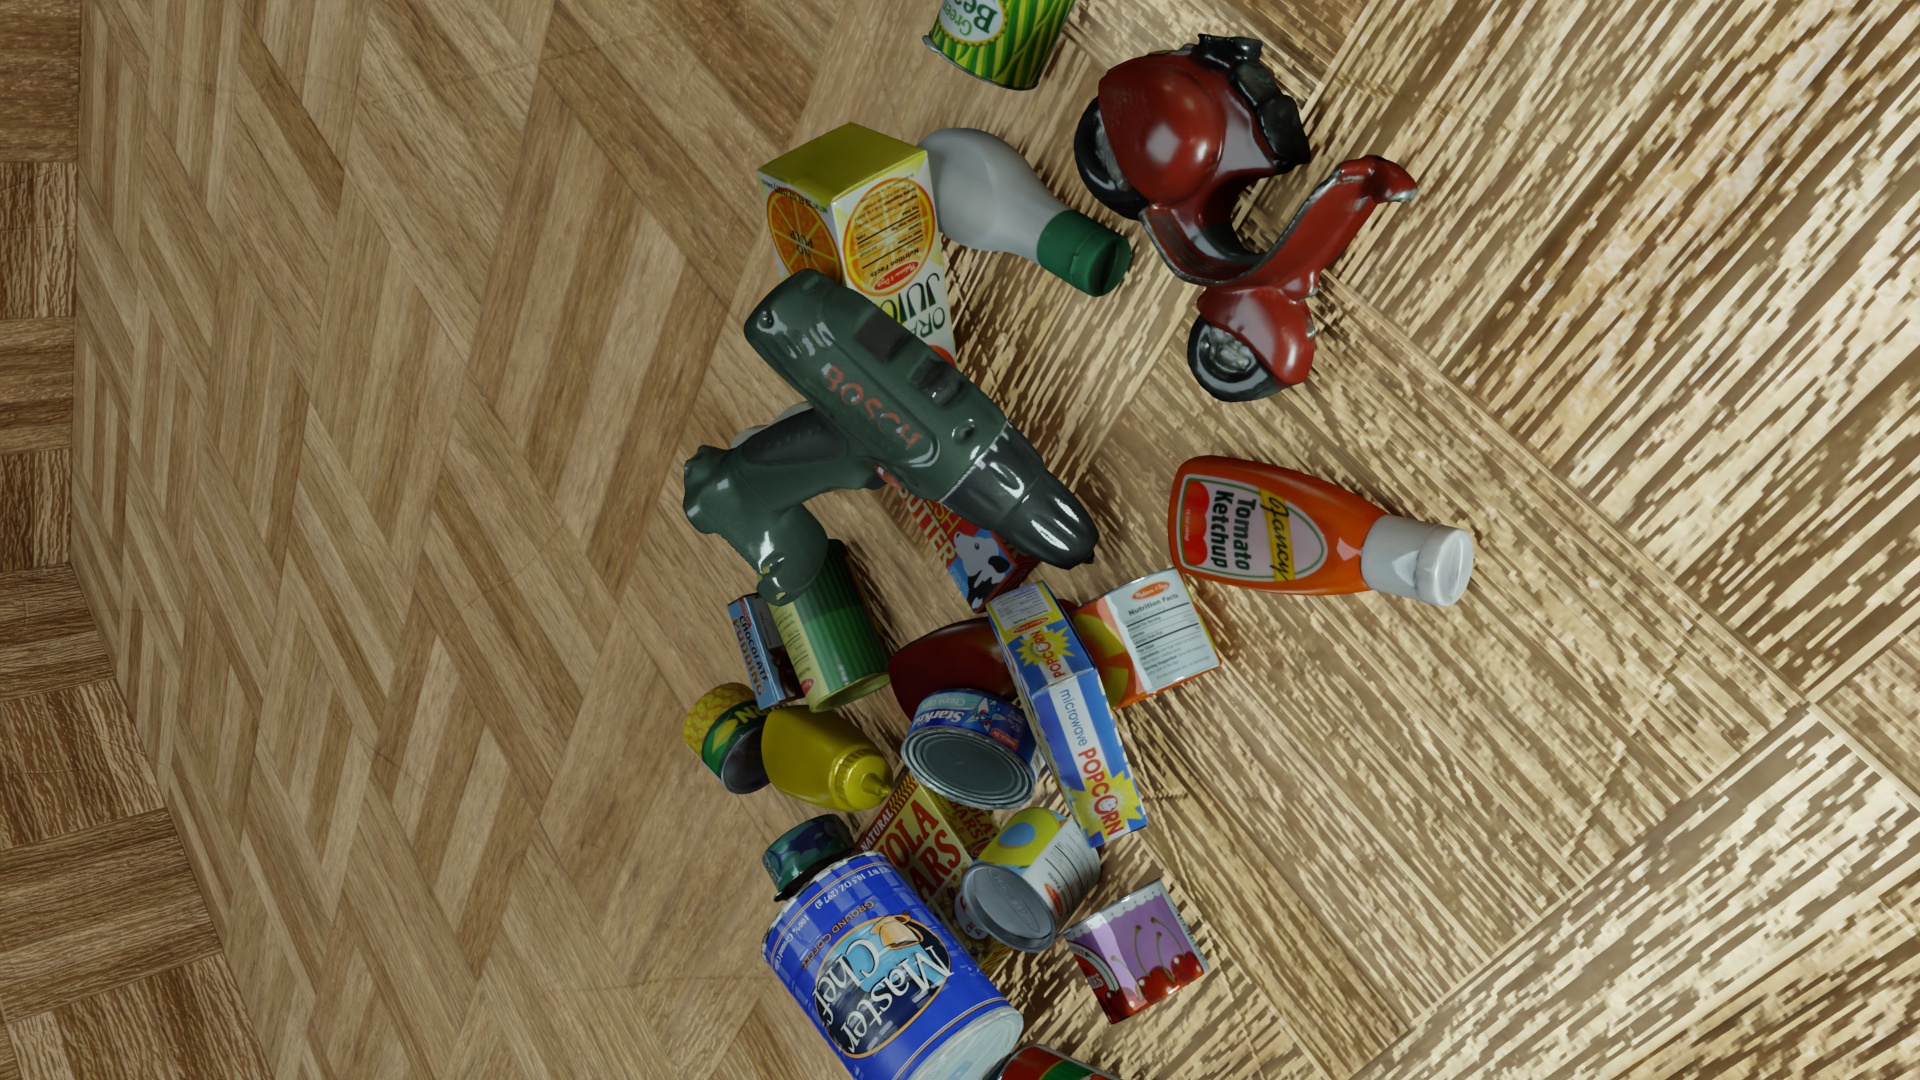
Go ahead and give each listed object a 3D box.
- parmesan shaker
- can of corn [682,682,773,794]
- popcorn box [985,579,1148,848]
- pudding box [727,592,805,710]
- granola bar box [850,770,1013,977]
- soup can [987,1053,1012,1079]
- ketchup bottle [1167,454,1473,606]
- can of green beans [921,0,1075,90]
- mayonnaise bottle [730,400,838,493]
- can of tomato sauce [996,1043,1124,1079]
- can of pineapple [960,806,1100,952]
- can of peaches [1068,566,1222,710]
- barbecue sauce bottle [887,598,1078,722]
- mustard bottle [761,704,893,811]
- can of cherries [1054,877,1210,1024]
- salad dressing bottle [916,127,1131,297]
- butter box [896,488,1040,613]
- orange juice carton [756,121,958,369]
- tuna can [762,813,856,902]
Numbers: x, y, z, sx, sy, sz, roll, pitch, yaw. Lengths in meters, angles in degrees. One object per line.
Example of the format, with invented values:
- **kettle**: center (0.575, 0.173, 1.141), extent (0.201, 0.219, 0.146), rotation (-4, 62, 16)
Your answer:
- **parmesan shaker**: center (-0.090, 0.057, 0.955), extent (0.071, 0.071, 0.103), rotation (-37, 71, 45)
- **can of corn**: center (-0.169, 0.148, 1.064), extent (0.058, 0.071, 0.070), rotation (36, 124, 37)
- **popcorn box**: center (0.058, 0.095, 0.762), extent (0.085, 0.038, 0.126), rotation (-119, 7, -54)
- **pudding box**: center (-0.133, 0.078, 1.019), extent (0.030, 0.050, 0.084), rotation (-29, 78, 48)
- **granola bar box**: center (-0.020, 0.244, 0.944), extent (0.124, 0.039, 0.164), rotation (53, 133, 24)
- **soup can**: center (0.007, 0.368, 0.920), extent (0.071, 0.071, 0.084), rotation (-39, 70, 45)
- **ketchup bottle**: center (0.171, -0.001, 0.675), extent (0.149, 0.044, 0.064), rotation (14, 110, 44)
- **can of green beans**: center (0.024, -0.286, 0.750), extent (0.071, 0.071, 0.057), rotation (50, 131, 27)
- **mayonnaise bottle**: center (-0.133, -0.057, 0.994), extent (0.148, 0.041, 0.064), rotation (-12, 89, 49)
- **can of tomato sauce**: center (0.069, 0.357, 0.851), extent (0.083, 0.071, 0.071), rotation (4, 102, 46)
- **can of pineapple**: center (0.042, 0.204, 0.840), extent (0.071, 0.058, 0.070), rotation (20, 129, 27)
- **can of peaches**: center (0.099, 0.054, 0.751), extent (0.071, 0.071, 0.058), rotation (-35, 74, 46)
- **barbecue sauce bottle**: center (0.018, 0.075, 0.859), extent (0.148, 0.044, 0.065), rotation (-29, 90, 46)
- **mustard bottle**: center (-0.088, 0.158, 0.973), extent (0.160, 0.049, 0.065), rotation (12, 101, 56)
- **can of cherries**: center (0.097, 0.235, 0.791), extent (0.071, 0.072, 0.058), rotation (-45, 68, 43)
- **salad dressing bottle**: center (0.032, -0.184, 0.783), extent (0.148, 0.044, 0.064), rotation (39, 130, 33)
- **butter box**: center (0.003, -0.011, 0.869), extent (0.104, 0.024, 0.053), rotation (58, 133, 21)
- **orange juice carton**: center (-0.056, -0.143, 0.840), extent (0.072, 0.073, 0.191), rotation (32, 145, 38)
- **tuna can**: center (-0.112, 0.233, 1.018), extent (0.033, 0.071, 0.070), rotation (55, 134, 24)
